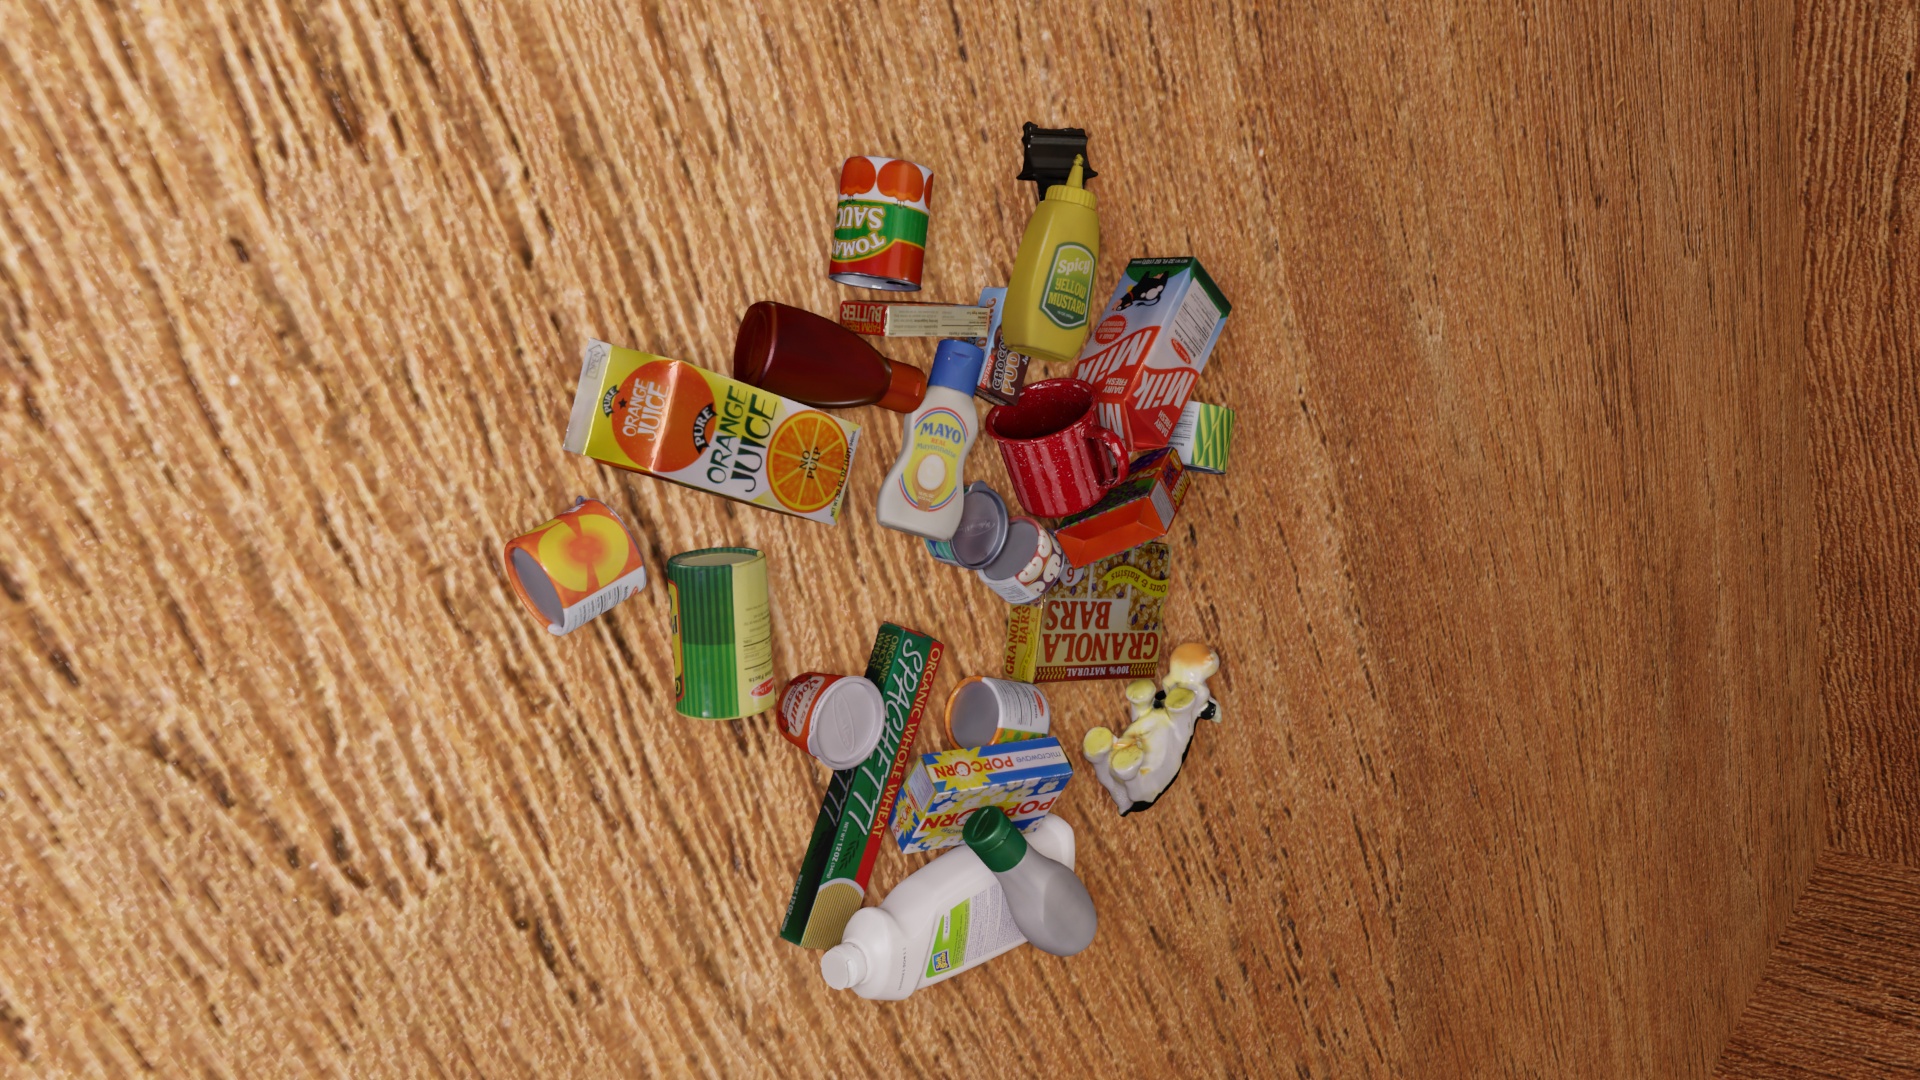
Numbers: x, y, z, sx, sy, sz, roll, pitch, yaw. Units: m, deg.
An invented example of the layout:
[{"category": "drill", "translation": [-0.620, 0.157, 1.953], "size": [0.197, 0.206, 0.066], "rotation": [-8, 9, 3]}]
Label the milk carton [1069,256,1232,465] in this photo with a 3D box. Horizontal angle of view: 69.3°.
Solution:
[{"category": "milk carton", "translation": [0.152, -0.146, 1.188], "size": [0.073, 0.072, 0.191], "rotation": [42, 67, -40]}]

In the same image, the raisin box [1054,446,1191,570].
[{"category": "raisin box", "translation": [0.135, -0.029, 1.143], "size": [0.040, 0.086, 0.124], "rotation": [61, 27, -11]}]

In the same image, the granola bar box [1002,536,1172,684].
[{"category": "granola bar box", "translation": [0.114, 0.059, 1.207], "size": [0.166, 0.039, 0.124], "rotation": [3, 95, -44]}]

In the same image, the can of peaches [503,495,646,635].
[{"category": "can of peaches", "translation": [-0.236, 0.015, 0.845], "size": [0.058, 0.071, 0.071], "rotation": [-34, 119, -35]}]

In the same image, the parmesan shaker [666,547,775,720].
[{"category": "parmesan shaker", "translation": [-0.159, 0.060, 0.927], "size": [0.071, 0.071, 0.103], "rotation": [-12, 104, -42]}]

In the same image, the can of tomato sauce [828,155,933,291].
[{"category": "can of tomato sauce", "translation": [-0.057, -0.222, 0.976], "size": [0.071, 0.071, 0.083], "rotation": [5, 93, -44]}]

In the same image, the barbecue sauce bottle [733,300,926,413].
[{"category": "barbecue sauce bottle", "translation": [-0.088, -0.121, 0.980], "size": [0.148, 0.043, 0.065], "rotation": [11, 89, -45]}]

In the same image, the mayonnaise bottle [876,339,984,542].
[{"category": "mayonnaise bottle", "translation": [-0.017, -0.076, 1.046], "size": [0.065, 0.041, 0.148], "rotation": [15, 84, -6]}]

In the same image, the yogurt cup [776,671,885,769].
[{"category": "yogurt cup", "translation": [-0.096, 0.127, 1.005], "size": [0.072, 0.054, 0.072], "rotation": [-9, 104, -43]}]

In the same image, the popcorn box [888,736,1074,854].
[{"category": "popcorn box", "translation": [0.016, 0.199, 1.089], "size": [0.127, 0.038, 0.084], "rotation": [-3, 138, -30]}]

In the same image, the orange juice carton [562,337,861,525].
[{"category": "orange juice carton", "translation": [-0.163, -0.068, 0.894], "size": [0.193, 0.073, 0.072], "rotation": [17, 85, -44]}]

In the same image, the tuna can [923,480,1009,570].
[{"category": "tuna can", "translation": [0.004, -0.014, 1.093], "size": [0.071, 0.033, 0.071], "rotation": [-9, 103, -43]}]

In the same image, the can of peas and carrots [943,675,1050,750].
[{"category": "can of peas and carrots", "translation": [0.027, 0.146, 1.122], "size": [0.059, 0.071, 0.071], "rotation": [15, 87, -44]}]

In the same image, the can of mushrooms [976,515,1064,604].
[{"category": "can of mushrooms", "translation": [0.048, 0.013, 1.117], "size": [0.033, 0.071, 0.071], "rotation": [40, 69, -39]}]

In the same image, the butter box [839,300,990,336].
[{"category": "butter box", "translation": [-0.033, -0.163, 1.019], "size": [0.104, 0.053, 0.024], "rotation": [-8, 105, -42]}]

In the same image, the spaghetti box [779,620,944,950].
[{"category": "spaghetti box", "translation": [-0.073, 0.186, 1.054], "size": [0.050, 0.028, 0.250], "rotation": [26, 79, -44]}]

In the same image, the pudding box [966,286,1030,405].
[{"category": "pudding box", "translation": [0.031, -0.154, 1.098], "size": [0.049, 0.030, 0.084], "rotation": [24, 80, -43]}]

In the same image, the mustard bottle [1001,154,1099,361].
[{"category": "mustard bottle", "translation": [0.076, -0.220, 1.070], "size": [0.065, 0.049, 0.160], "rotation": [10, 91, -36]}]

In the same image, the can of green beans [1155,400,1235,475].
[{"category": "can of green beans", "translation": [0.212, -0.093, 1.258], "size": [0.071, 0.071, 0.058], "rotation": [10, 90, -44]}]

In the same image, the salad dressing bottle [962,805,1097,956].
[{"category": "salad dressing bottle", "translation": [0.054, 0.264, 1.079], "size": [0.147, 0.044, 0.064], "rotation": [54, 50, -29]}]
